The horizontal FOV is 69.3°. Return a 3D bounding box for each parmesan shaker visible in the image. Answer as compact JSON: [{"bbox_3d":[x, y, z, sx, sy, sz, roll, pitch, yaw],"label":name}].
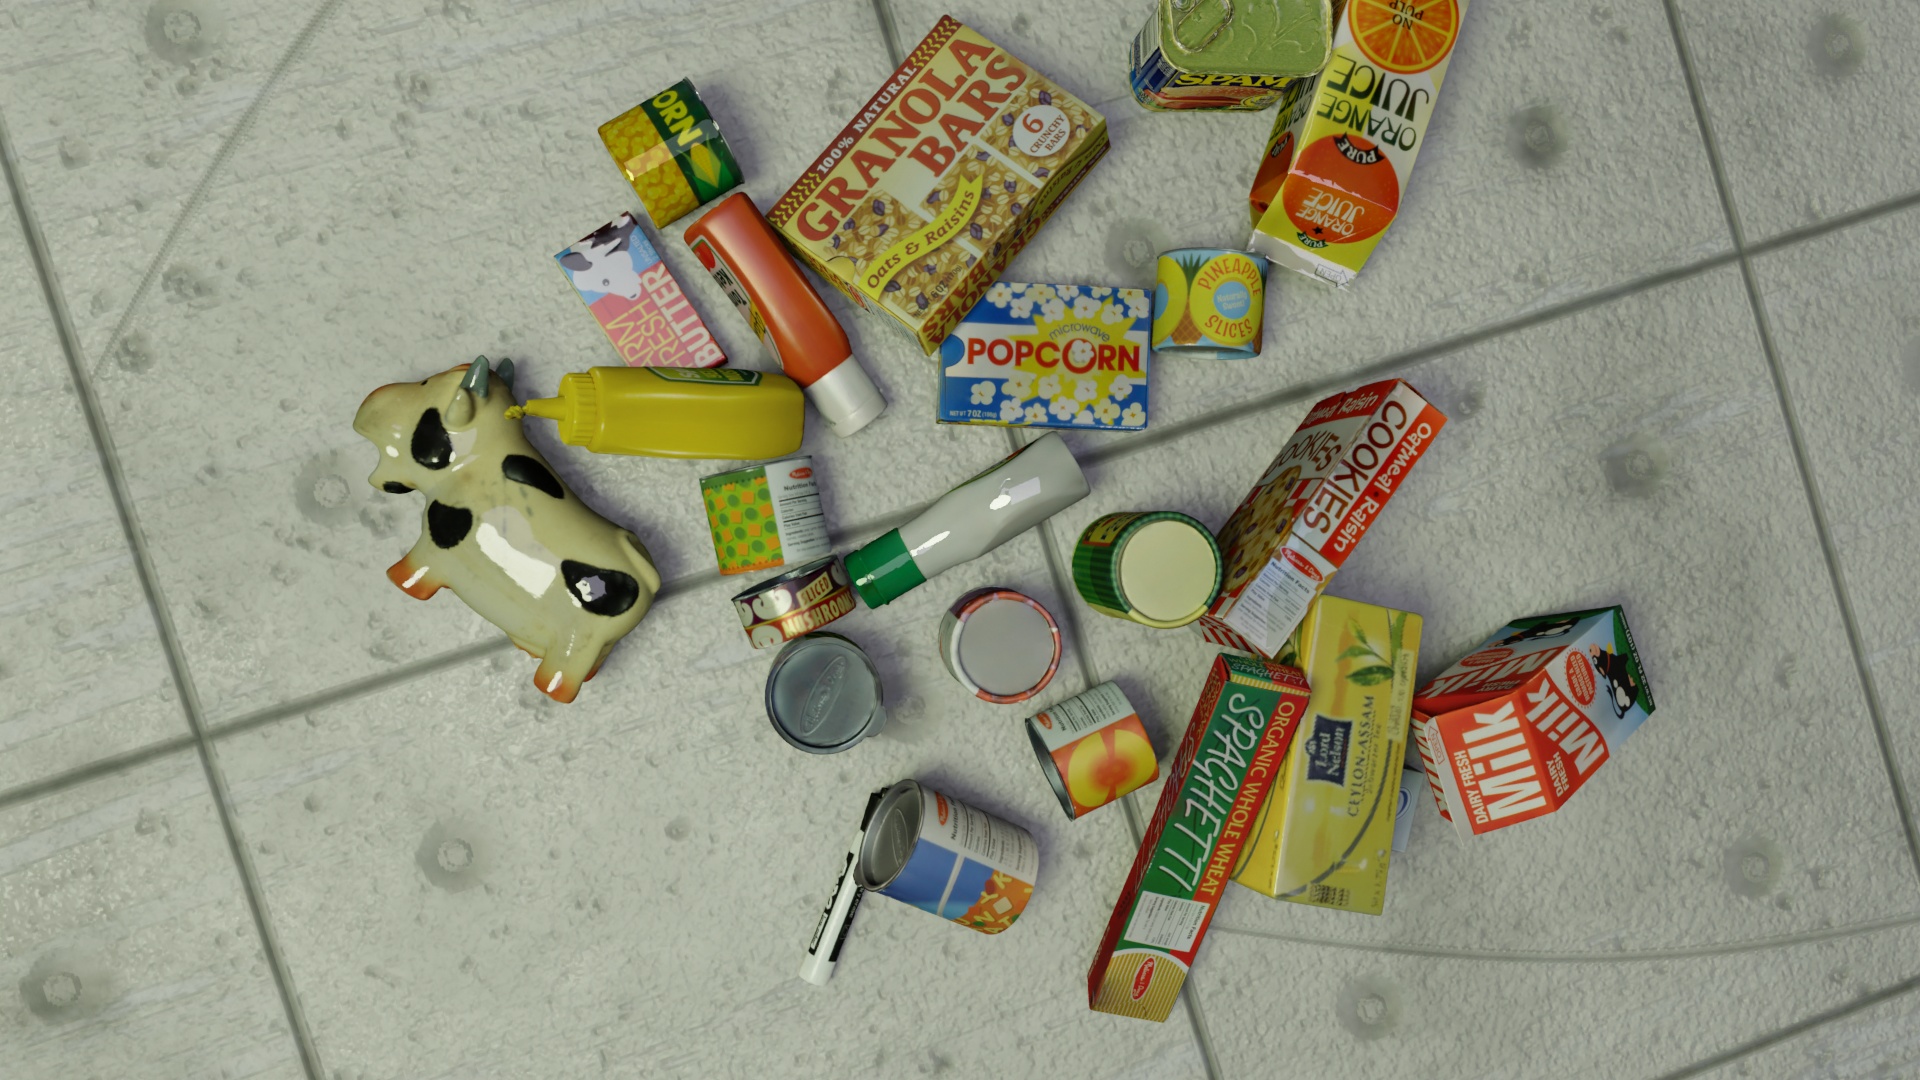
[{"bbox_3d":[0.110,0.015,0.809,0.071,0.103,0.071,0,90,-7],"label":"parmesan shaker"}]

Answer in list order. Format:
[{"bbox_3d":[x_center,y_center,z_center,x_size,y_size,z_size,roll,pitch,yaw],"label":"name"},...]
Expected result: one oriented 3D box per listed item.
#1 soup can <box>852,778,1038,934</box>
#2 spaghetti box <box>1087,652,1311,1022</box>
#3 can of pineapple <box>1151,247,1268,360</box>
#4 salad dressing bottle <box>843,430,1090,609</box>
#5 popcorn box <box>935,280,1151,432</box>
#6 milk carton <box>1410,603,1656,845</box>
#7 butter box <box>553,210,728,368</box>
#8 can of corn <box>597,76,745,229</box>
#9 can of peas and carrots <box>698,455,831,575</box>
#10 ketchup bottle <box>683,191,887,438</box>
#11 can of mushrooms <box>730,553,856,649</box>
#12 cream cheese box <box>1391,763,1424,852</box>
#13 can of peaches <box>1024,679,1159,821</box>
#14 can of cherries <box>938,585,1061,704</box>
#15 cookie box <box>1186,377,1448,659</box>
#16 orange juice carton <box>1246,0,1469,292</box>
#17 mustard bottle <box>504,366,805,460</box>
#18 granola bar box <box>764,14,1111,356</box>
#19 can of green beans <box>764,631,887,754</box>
[{"bbox_3d":[-0.008,0.185,0.803,0.084,0.071,0.071,28,87,-24],"label":"soup can"},{"bbox_3d":[0.132,0.175,0.793,0.050,0.029,0.248,13,116,-7],"label":"spaghetti box"},{"bbox_3d":[0.150,-0.141,0.832,0.071,0.071,0.058,4,90,-7],"label":"can of pineapple"},{"bbox_3d":[0.003,-0.010,0.819,0.148,0.064,0.044,-30,83,1],"label":"salad dressing bottle"},{"bbox_3d":[0.049,-0.110,0.835,0.127,0.038,0.085,2,90,-7],"label":"popcorn box"},{"bbox_3d":[0.323,0.104,0.805,0.191,0.073,0.072,-23,95,-41],"label":"milk carton"},{"bbox_3d":[-0.186,-0.134,0.811,0.053,0.024,0.103,-34,94,-6],"label":"butter box"},{"bbox_3d":[-0.166,-0.221,0.791,0.058,0.071,0.071,-31,94,-5],"label":"can of corn"},{"bbox_3d":[-0.114,-0.014,0.801,0.071,0.071,0.058,-12,92,-7],"label":"can of peas and carrots"},{"bbox_3d":[-0.099,-0.129,0.806,0.043,0.065,0.148,-39,103,-11],"label":"ketchup bottle"},{"bbox_3d":[-0.094,0.035,0.799,0.071,0.071,0.033,-22,95,-7],"label":"can of mushrooms"},{"bbox_3d":[0.231,0.157,0.864,0.104,0.024,0.053,13,90,-7],"label":"cream cheese box"},{"bbox_3d":[0.079,0.125,0.824,0.058,0.071,0.071,-25,93,-7],"label":"can of peaches"},{"bbox_3d":[0.025,0.060,0.820,0.071,0.058,0.071,0,90,-7],"label":"can of cherries"},{"bbox_3d":[0.196,-0.014,0.810,0.040,0.123,0.167,38,86,-5],"label":"cookie box"},{"bbox_3d":[0.235,-0.252,0.842,0.072,0.073,0.192,20,88,-7],"label":"orange juice carton"},{"bbox_3d":[-0.167,-0.071,0.764,0.160,0.065,0.048,-2,107,-30],"label":"mustard bottle"},{"bbox_3d":[-0.013,-0.208,0.804,0.124,0.039,0.165,39,85,19],"label":"granola bar box"},{"bbox_3d":[-0.080,0.087,0.807,0.071,0.058,0.071,0,90,-7],"label":"can of green beans"}]
